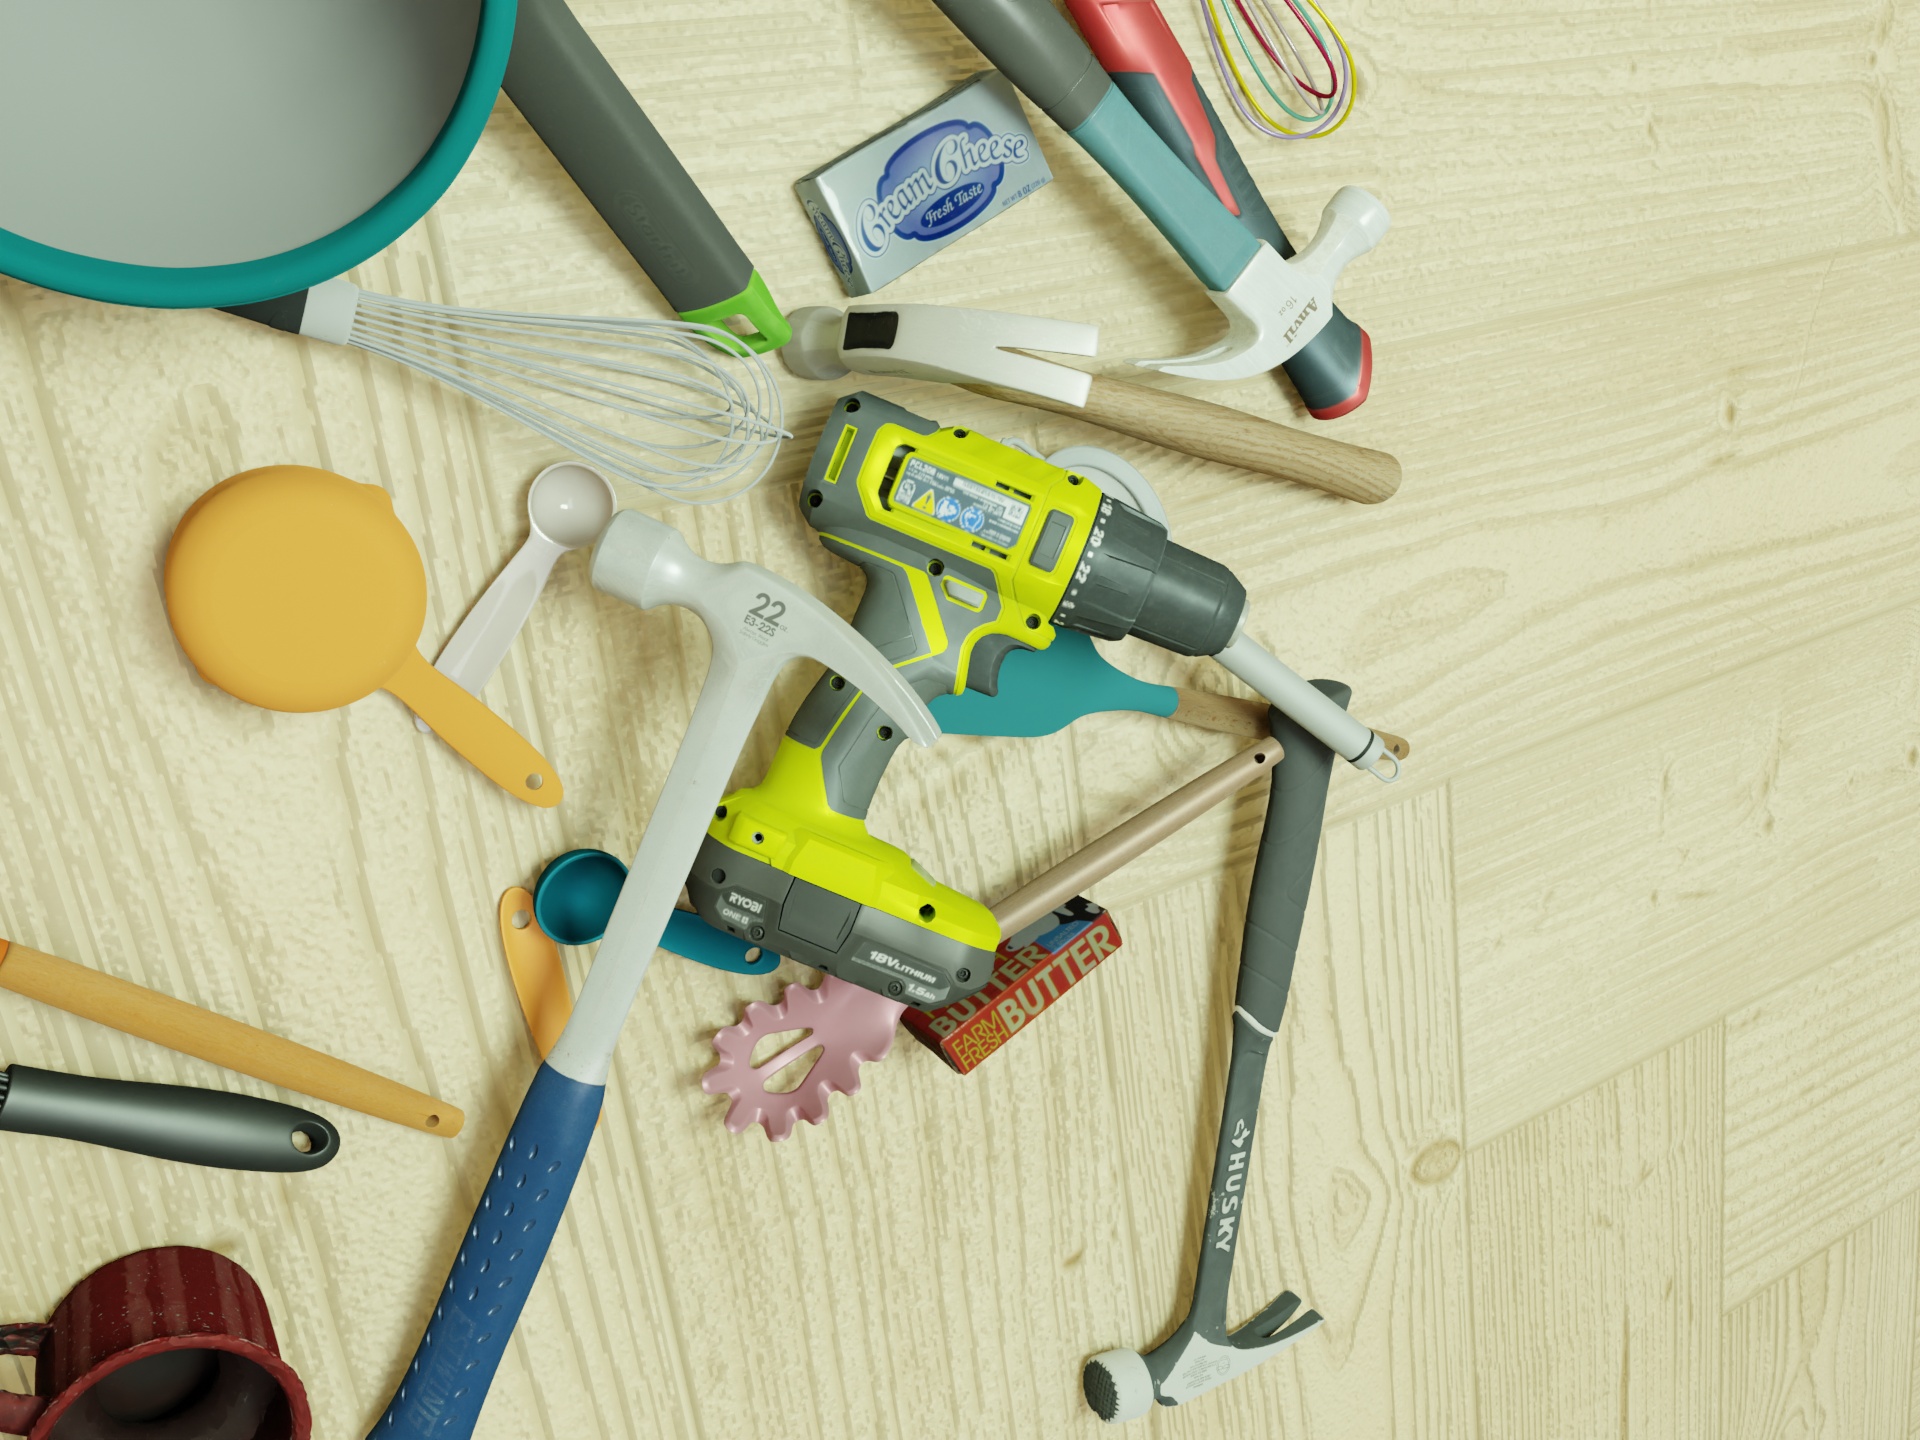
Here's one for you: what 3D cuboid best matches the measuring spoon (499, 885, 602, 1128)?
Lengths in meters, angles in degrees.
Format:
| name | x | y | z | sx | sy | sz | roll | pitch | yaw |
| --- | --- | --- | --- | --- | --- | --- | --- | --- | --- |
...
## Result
| name | x | y | z | sx | sy | sz | roll | pitch | yaw |
| --- | --- | --- | --- | --- | --- | --- | --- | --- | --- |
| measuring spoon | -0.174 | 0.123 | 0.672 | 0.021 | 0.011 | 0.117 | -19 | 107 | -25 |

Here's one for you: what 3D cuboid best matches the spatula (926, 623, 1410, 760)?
| name | x | y | z | sx | sy | sz | roll | pitch | yaw |
| --- | --- | --- | --- | --- | --- | --- | --- | --- | --- |
| spatula | 0.116 | -0.009 | 0.802 | 0.317 | 0.044 | 0.082 | 11 | 95 | -36 |

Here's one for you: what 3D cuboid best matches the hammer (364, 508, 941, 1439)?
| name | x | y | z | sx | sy | sz | roll | pitch | yaw |
| --- | --- | --- | --- | --- | --- | --- | --- | --- | --- |
| hammer | -0.142 | 0.131 | 0.625 | 0.144 | 0.035 | 0.405 | 25 | 101 | 4 |

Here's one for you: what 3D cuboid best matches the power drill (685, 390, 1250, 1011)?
| name | x | y | z | sx | sy | sz | roll | pitch | yaw |
| --- | --- | --- | --- | --- | --- | --- | --- | --- | --- |
| power drill | -0.001 | -0.002 | 0.668 | 0.190 | 0.080 | 0.228 | 23 | 92 | -3 |

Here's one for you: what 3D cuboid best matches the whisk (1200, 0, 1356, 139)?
| name | x | y | z | sx | sy | sz | roll | pitch | yaw |
| --- | --- | --- | --- | --- | --- | --- | --- | --- | --- |
| whisk | 0.107 | -0.366 | 0.701 | 0.051 | 0.047 | 0.244 | -45 | 116 | -12 |

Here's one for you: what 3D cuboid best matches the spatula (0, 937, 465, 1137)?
| name | x | y | z | sx | sy | sz | roll | pitch | yaw |
| --- | --- | --- | --- | --- | --- | --- | --- | --- | --- |
| spatula | -0.321 | 0.091 | 0.571 | 0.322 | 0.041 | 0.081 | 34 | 84 | -36 |

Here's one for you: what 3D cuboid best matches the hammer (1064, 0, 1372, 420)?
| name | x | y | z | sx | sy | sz | roll | pitch | yaw |
| --- | --- | --- | --- | --- | --- | --- | --- | --- | --- |
| hammer | 0.073 | -0.279 | 0.704 | 0.143 | 0.038 | 0.386 | -46 | 119 | -12 |

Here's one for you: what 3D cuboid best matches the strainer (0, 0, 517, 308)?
| name | x | y | z | sx | sy | sz | roll | pitch | yaw |
| --- | --- | --- | --- | --- | --- | --- | --- | --- | --- |
| strainer | -0.271 | -0.189 | 0.466 | 0.210 | 0.095 | 0.340 | 30 | 117 | -30 |

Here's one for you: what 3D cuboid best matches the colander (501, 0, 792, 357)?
| name | x | y | z | sx | sy | sz | roll | pitch | yaw |
| --- | --- | --- | --- | --- | --- | --- | --- | --- | --- |
| colander | -0.164 | -0.289 | 0.530 | 0.396 | 0.204 | 0.095 | 51 | 40 | -45 |

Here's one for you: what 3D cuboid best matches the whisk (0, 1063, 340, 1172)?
| name | x | y | z | sx | sy | sz | roll | pitch | yaw |
| --- | --- | --- | --- | --- | --- | --- | --- | --- | --- |
| whisk | -0.336 | 0.135 | 0.559 | 0.238 | 0.055 | 0.055 | 21 | 90 | -36 |

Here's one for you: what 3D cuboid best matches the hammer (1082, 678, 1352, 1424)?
| name | x | y | z | sx | sy | sz | roll | pitch | yaw |
| --- | --- | --- | --- | --- | --- | --- | --- | --- | --- |
| hammer | 0.159 | 0.178 | 0.846 | 0.149 | 0.036 | 0.409 | -2 | 106 | -32 |

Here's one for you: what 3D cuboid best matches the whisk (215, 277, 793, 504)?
| name | x | y | z | sx | sy | sz | roll | pitch | yaw |
| --- | --- | --- | --- | --- | --- | --- | --- | --- | --- |
| whisk | -0.193 | -0.138 | 0.571 | 0.284 | 0.070 | 0.070 | 12 | 96 | -27 |

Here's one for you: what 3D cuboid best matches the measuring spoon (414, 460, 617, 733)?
| name | x | y | z | sx | sy | sz | roll | pitch | yaw |
| --- | --- | --- | --- | --- | --- | --- | --- | --- | --- |
| measuring spoon | -0.179 | -0.048 | 0.628 | 0.034 | 0.018 | 0.124 | 34 | 90 | -21 |

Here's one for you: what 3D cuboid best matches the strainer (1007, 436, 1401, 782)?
| name | x | y | z | sx | sy | sz | roll | pitch | yaw |
| --- | --- | --- | --- | --- | --- | --- | --- | --- | --- |
| strainer | 0.111 | -0.044 | 0.748 | 0.258 | 0.050 | 0.087 | 36 | 66 | -14 |

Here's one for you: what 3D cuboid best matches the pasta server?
| name | x | y | z | sx | sy | sz | roll | pitch | yaw |
| --- | --- | --- | --- | --- | --- | --- | --- | --- | --- |
| pasta server | 0.023 | 0.091 | 0.737 | 0.316 | 0.040 | 0.060 | -31 | 87 | -12 |

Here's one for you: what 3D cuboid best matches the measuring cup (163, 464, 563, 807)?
| name | x | y | z | sx | sy | sz | roll | pitch | yaw |
| --- | --- | --- | --- | --- | --- | --- | --- | --- | --- |
| measuring cup | -0.208 | -0.019 | 0.584 | 0.173 | 0.052 | 0.095 | 45 | 80 | -24 |

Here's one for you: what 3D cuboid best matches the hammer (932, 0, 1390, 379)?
| name | x | y | z | sx | sy | sz | roll | pitch | yaw |
| --- | --- | --- | --- | --- | --- | --- | --- | --- | --- |
| hammer | 0.044 | -0.263 | 0.653 | 0.330 | 0.033 | 0.128 | 37 | 90 | -30 |

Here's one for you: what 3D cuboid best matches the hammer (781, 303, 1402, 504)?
| name | x | y | z | sx | sy | sz | roll | pitch | yaw |
| --- | --- | --- | --- | --- | --- | --- | --- | --- | --- |
| hammer | 0.091 | -0.137 | 0.716 | 0.331 | 0.130 | 0.031 | 5 | 97 | -39 |

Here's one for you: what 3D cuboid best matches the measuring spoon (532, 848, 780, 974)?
| name | x | y | z | sx | sy | sz | roll | pitch | yaw |
| --- | --- | --- | --- | --- | --- | --- | --- | --- | --- |
| measuring spoon | -0.130 | 0.086 | 0.687 | 0.128 | 0.021 | 0.042 | 28 | 92 | -41 |
